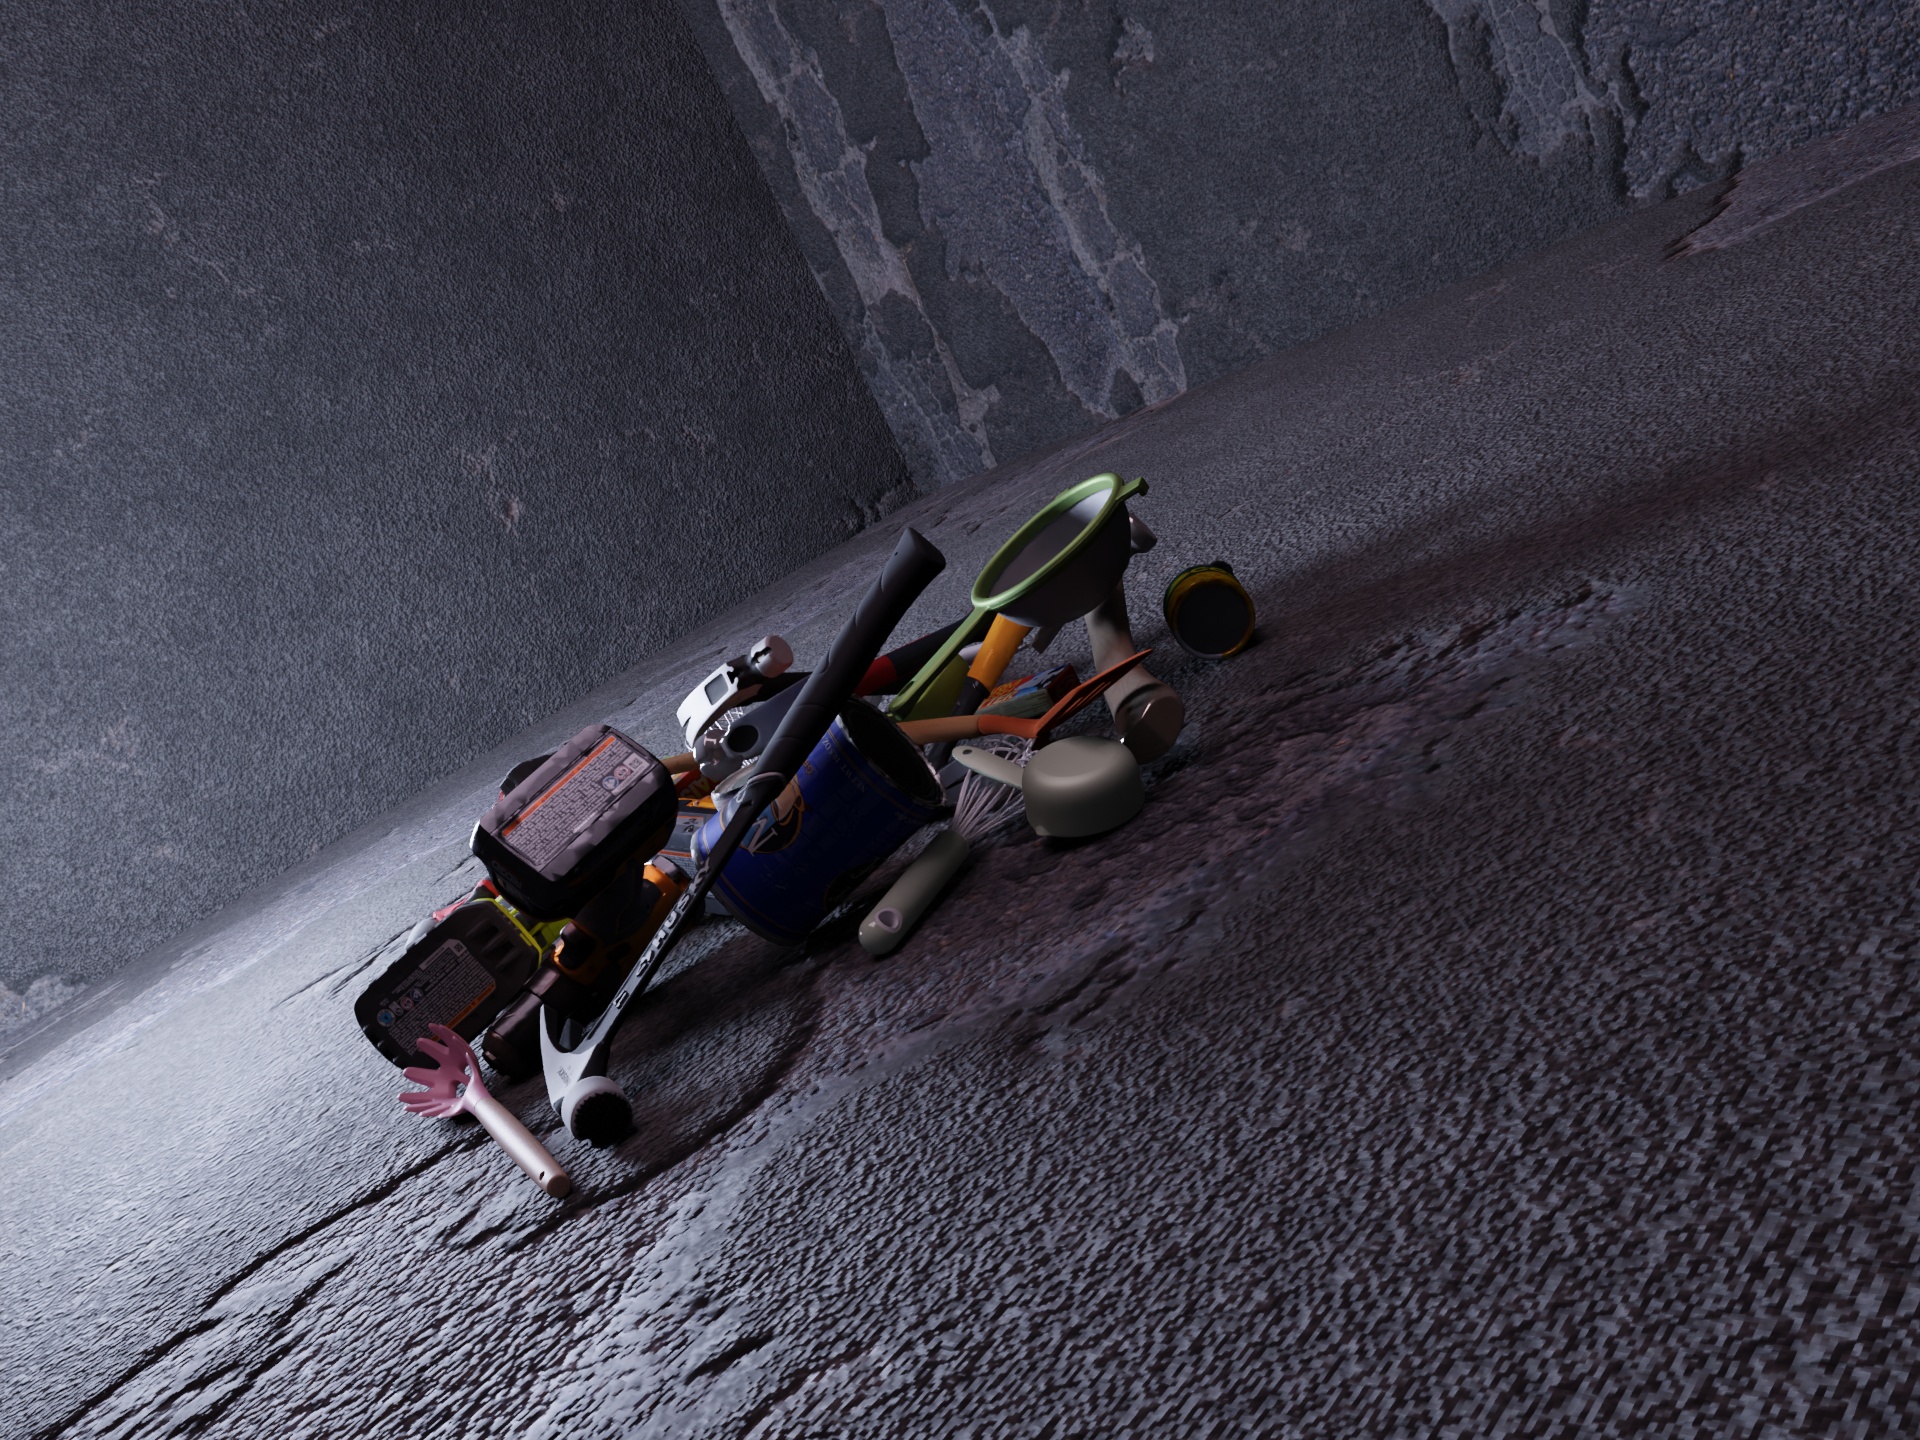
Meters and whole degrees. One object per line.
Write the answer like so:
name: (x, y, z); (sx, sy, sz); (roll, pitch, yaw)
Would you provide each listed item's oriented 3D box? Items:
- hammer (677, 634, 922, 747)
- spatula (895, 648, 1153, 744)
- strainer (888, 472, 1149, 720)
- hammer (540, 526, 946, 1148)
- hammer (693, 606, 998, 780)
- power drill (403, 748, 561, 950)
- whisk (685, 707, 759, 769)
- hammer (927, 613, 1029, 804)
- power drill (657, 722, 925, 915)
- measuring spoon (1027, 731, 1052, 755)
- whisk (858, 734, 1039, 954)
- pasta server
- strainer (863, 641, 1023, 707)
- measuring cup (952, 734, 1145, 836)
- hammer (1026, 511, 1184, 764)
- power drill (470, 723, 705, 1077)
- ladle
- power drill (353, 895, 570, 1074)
hammer: (-0.116, -0.032, 1.476); (0.146, 0.035, 0.334); (-34, -15, 31)
spatula: (-0.002, -0.004, 1.124); (0.323, 0.041, 0.081); (-7, 15, 46)
strainer: (0.050, -0.081, 1.227); (0.256, 0.069, 0.151); (-48, 18, -11)
hammer: (-0.129, 0.055, 0.968); (0.409, 0.036, 0.149); (-57, 26, -8)
hammer: (-0.051, -0.048, 1.308); (0.143, 0.038, 0.386); (-28, 1, 35)
power drill: (-0.398, 0.135, 1.384); (0.219, 0.078, 0.143); (-50, -5, 14)
whisk: (-0.194, 0.041, 1.458); (0.070, 0.070, 0.285); (-30, 29, -13)
hammer: (0.026, -0.045, 1.293); (0.127, 0.034, 0.337); (-27, 24, 39)
power drill: (-0.156, 0.065, 1.279); (0.164, 0.084, 0.226); (3, 27, 41)
measuring spoon: (0.063, 0.028, 1.192); (0.021, 0.011, 0.117); (-25, 16, 6)
whisk: (-0.002, 0.078, 1.049); (0.246, 0.058, 0.059); (-47, -11, -51)
pasta server: (-0.294, 0.244, 0.980); (0.316, 0.040, 0.060); (1, 68, 62)
strainer: (-0.059, -0.047, 1.637); (0.258, 0.086, 0.050); (-16, 51, 3)
measuring cup: (0.047, 0.027, 1.033); (0.083, 0.038, 0.168); (-30, 32, -31)
hammer: (0.110, -0.052, 1.212); (0.146, 0.038, 0.411); (-46, 15, 15)
power drill: (-0.256, 0.129, 1.052); (0.185, 0.084, 0.226); (-46, -22, -28)
ladle: (-0.136, 0.000, 1.424); (0.320, 0.062, 0.078); (-13, -12, -20)
power drill: (-0.347, 0.164, 1.220); (0.190, 0.080, 0.228); (-41, 4, 10)
